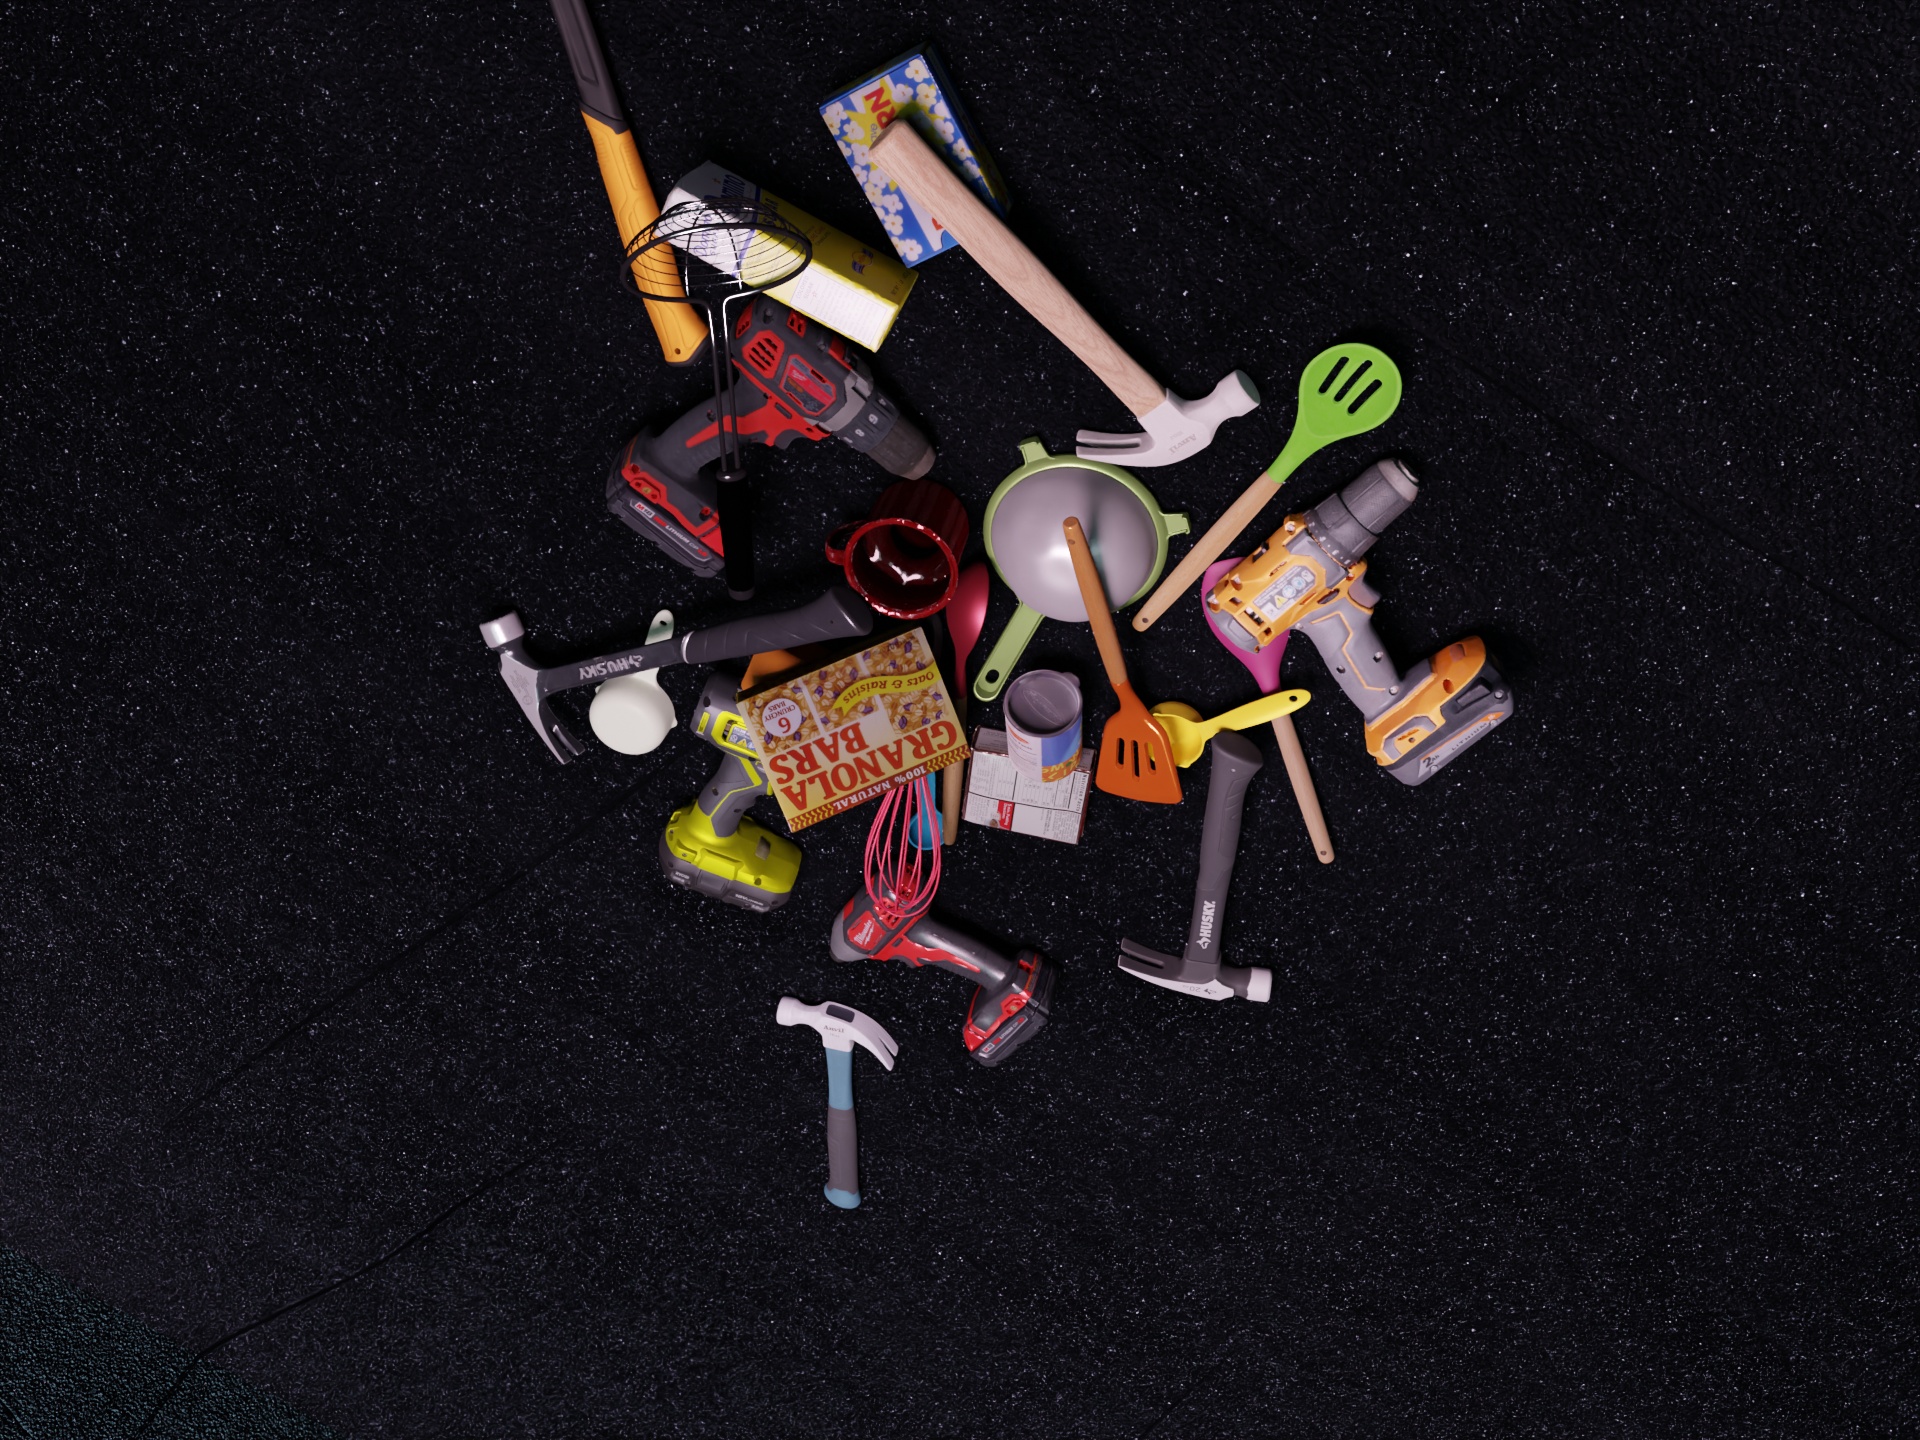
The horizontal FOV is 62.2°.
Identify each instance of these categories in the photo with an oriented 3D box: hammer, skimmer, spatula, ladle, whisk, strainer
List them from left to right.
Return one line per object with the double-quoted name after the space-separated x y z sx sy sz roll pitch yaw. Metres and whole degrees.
-0.259 -0.416 1.160 0.127 0.034 0.336 -4 126 17 "hammer"
-0.245 -0.055 1.369 0.409 0.036 0.149 -9 110 33 "hammer"
-0.165 -0.211 1.143 0.127 0.090 0.363 -9 136 -12 "skimmer"
-0.135 0.438 1.786 0.128 0.033 0.330 9 129 9 "hammer"
-0.043 0.042 1.405 0.073 0.073 0.295 9 110 8 "whisk"
-0.002 -0.004 1.394 0.031 0.069 0.315 -5 132 -10 "ladle"
0.065 -0.095 1.297 0.151 0.069 0.256 26 127 -6 "strainer"
0.062 -0.297 1.134 0.130 0.031 0.331 -32 124 33 "hammer"
0.121 -0.042 1.283 0.081 0.041 0.322 10 147 26 "spatula"
0.224 0.137 1.437 0.146 0.035 0.334 8 134 9 "hammer"

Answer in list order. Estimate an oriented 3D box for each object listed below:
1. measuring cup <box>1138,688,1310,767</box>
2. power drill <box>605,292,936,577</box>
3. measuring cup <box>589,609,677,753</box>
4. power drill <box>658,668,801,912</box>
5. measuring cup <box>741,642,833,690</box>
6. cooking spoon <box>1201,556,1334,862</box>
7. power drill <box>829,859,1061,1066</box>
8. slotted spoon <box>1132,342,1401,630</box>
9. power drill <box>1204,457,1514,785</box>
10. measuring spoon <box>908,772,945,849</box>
0.224 -0.005 1.348 0.156 0.029 0.062 -20 119 28 "measuring cup"
-0.150 -0.211 1.260 0.187 0.080 0.226 37 125 -28 "power drill"
-0.294 -0.033 1.460 0.083 0.038 0.167 24 131 -4 "measuring cup"
-0.176 0.072 1.488 0.190 0.080 0.228 22 127 -8 "power drill"
-0.103 -0.030 1.401 0.173 0.095 0.052 13 111 -24 "measuring cup"
0.272 -0.002 1.347 0.069 0.017 0.318 -11 122 22 "cooking spoon"
-0.023 0.241 1.579 0.219 0.079 0.143 35 127 -9 "power drill"
0.224 -0.172 1.225 0.070 0.031 0.313 35 130 -6 "slotted spoon"
0.330 -0.079 1.234 0.226 0.084 0.185 41 116 -12 "power drill"
-0.034 0.062 1.482 0.042 0.021 0.128 -10 118 -10 "measuring spoon"
